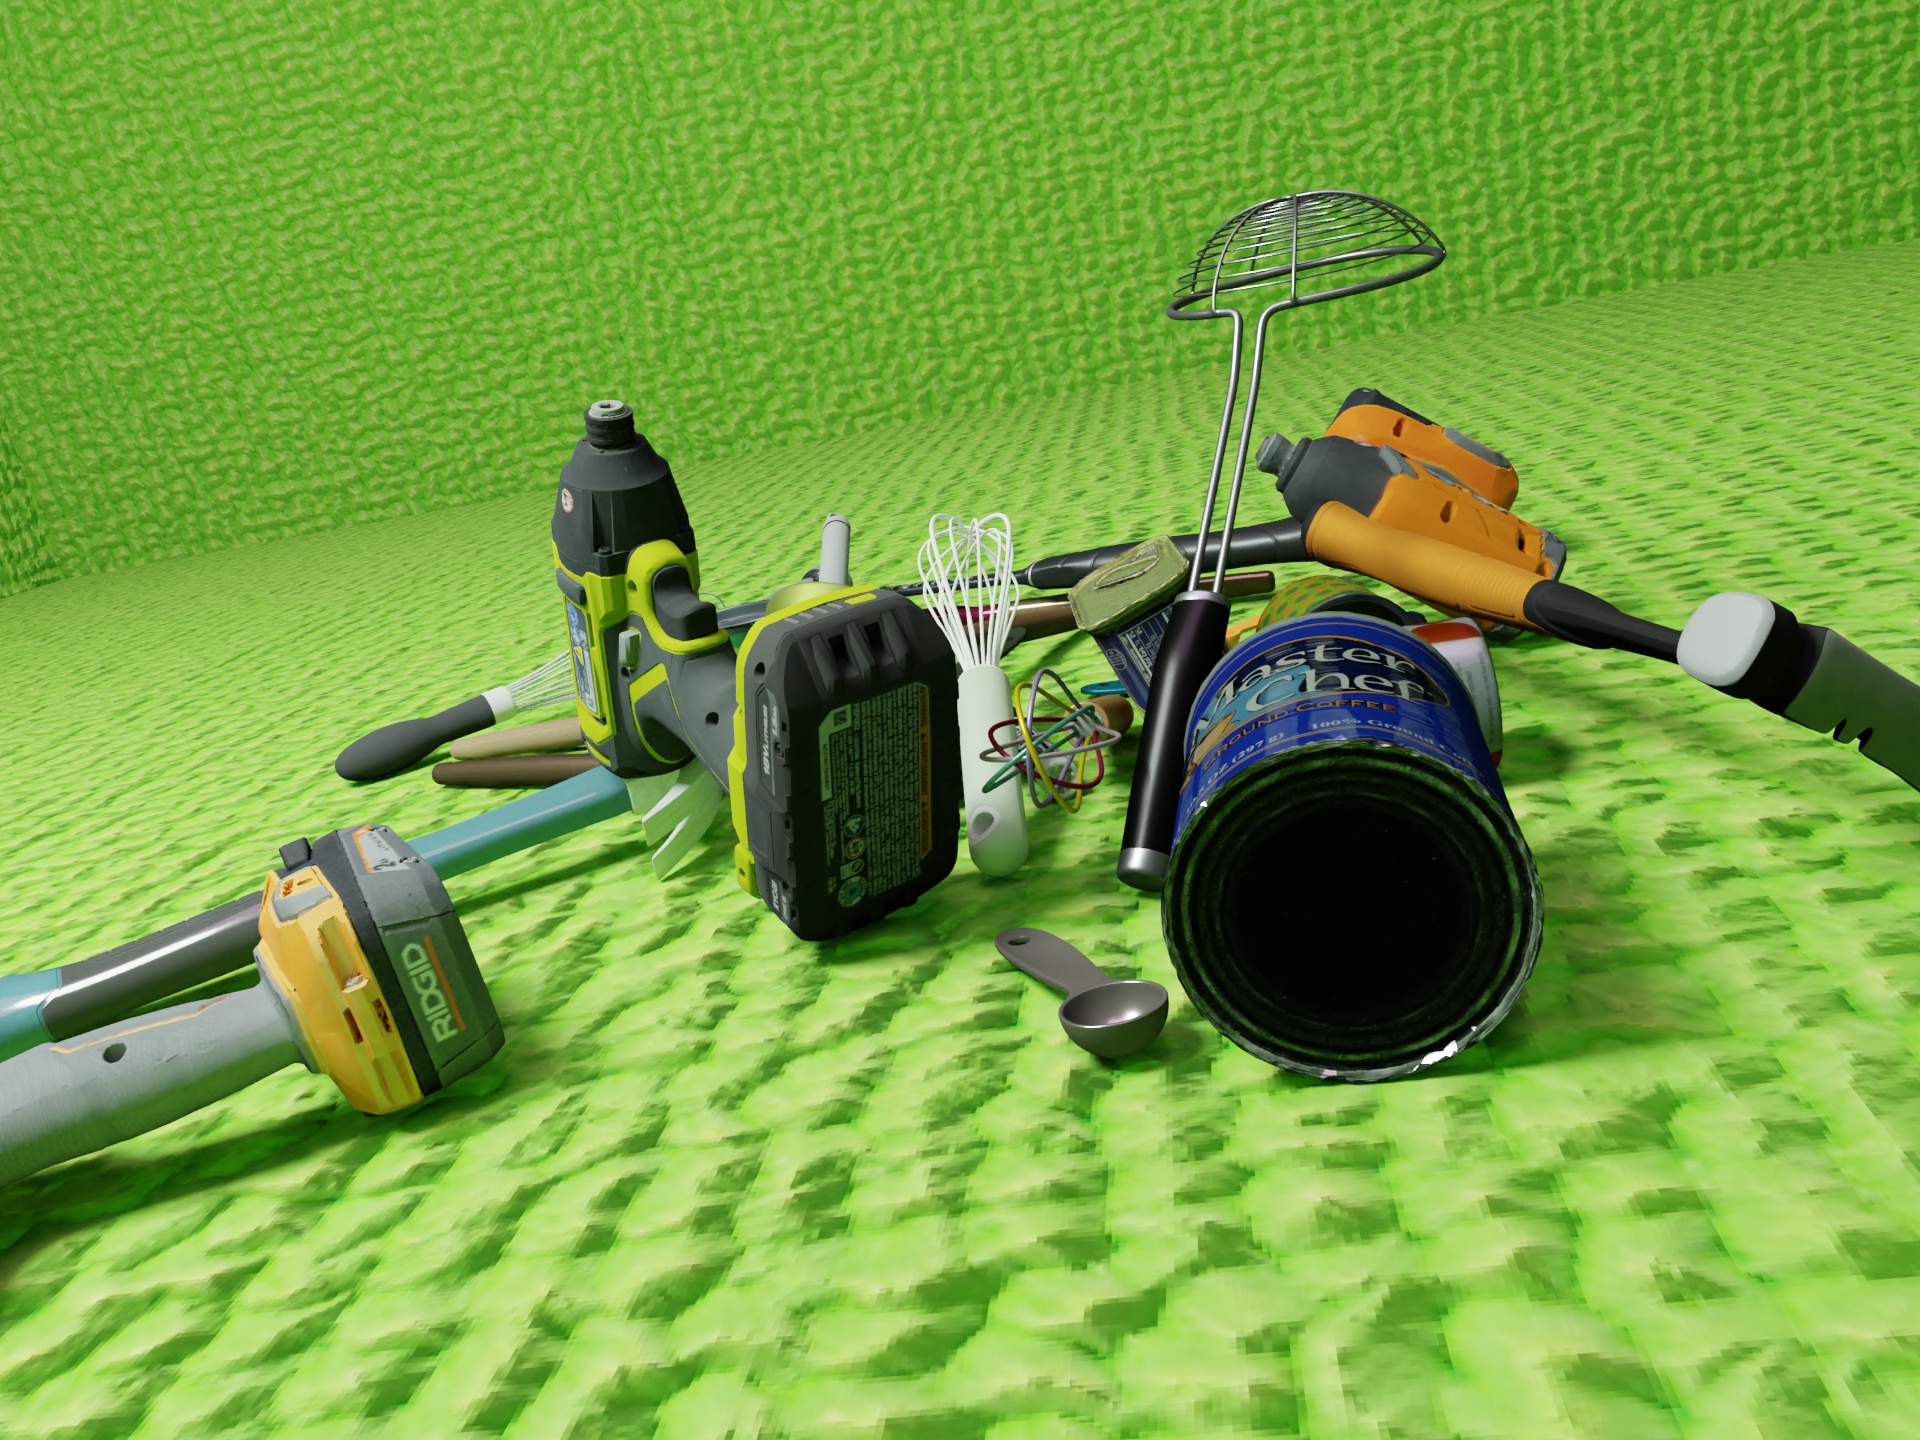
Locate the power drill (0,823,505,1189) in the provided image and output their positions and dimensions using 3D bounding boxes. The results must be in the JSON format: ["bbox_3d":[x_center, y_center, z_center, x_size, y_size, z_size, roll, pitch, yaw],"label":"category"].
[{"bbox_3d":[-0.294,0.115,0.553,0.226,0.084,0.185,-24,18,-25],"label":"power drill"}]

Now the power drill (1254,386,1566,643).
[{"bbox_3d":[0.245,-0.127,0.899,0.164,0.084,0.226,29,21,3],"label":"power drill"}]

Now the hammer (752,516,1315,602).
[{"bbox_3d":[0.037,-0.097,1.063,0.409,0.036,0.149,-5,14,28],"label":"hammer"}]

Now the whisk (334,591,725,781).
[{"bbox_3d":[-0.280,-0.023,1.067,0.284,0.070,0.070,-25,20,-29],"label":"whisk"}]

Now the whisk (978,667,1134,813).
[{"bbox_3d":[0.051,0.008,0.686,0.051,0.047,0.245,-53,-8,10],"label":"whisk"}]

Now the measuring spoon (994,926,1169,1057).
[{"bbox_3d":[0.036,0.089,0.530,0.034,0.018,0.124,-15,9,-14],"label":"measuring spoon"}]

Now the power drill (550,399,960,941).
[{"bbox_3d":[-0.098,-0.024,0.653,0.080,0.171,0.223,-22,37,-32],"label":"power drill"}]

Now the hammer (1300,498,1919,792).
[{"bbox_3d":[0.240,-0.045,0.646,0.127,0.034,0.337,23,8,-22],"label":"hammer"}]

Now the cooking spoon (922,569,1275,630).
[{"bbox_3d":[0.053,-0.075,1.077,0.319,0.017,0.069,-6,13,21],"label":"cooking spoon"}]

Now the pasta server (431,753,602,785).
[{"bbox_3d":[-0.182,0.019,0.880,0.316,0.040,0.060,-3,3,32],"label":"pasta server"}]

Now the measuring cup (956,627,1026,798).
[{"bbox_3d":[-0.001,-0.003,0.800,0.083,0.038,0.167,1,24,28],"label":"measuring cup"}]

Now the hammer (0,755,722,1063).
[{"bbox_3d":[-0.262,0.071,0.722,0.331,0.033,0.128,-22,34,-22],"label":"hammer"}]

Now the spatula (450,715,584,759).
[{"bbox_3d":[-0.197,0.002,0.925,0.316,0.018,0.059,-8,-4,37],"label":"spatula"}]

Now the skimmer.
[{"bbox_3d":[0.127,-0.088,0.686,0.127,0.090,0.363,0,63,32],"label":"skimmer"}]

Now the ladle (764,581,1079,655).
[{"bbox_3d":[0.002,-0.058,0.907,0.078,0.062,0.320,-8,4,32],"label":"ladle"}]

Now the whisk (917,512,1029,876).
[{"bbox_3d":[0.010,-0.020,0.730,0.058,0.059,0.247,-36,34,24],"label":"whisk"}]

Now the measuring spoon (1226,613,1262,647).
[{"bbox_3d":[0.187,-0.058,0.945,0.117,0.011,0.021,-20,17,-39],"label":"measuring spoon"}]

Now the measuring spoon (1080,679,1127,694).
[{"bbox_3d":[0.127,-0.031,0.859,0.128,0.021,0.042,-6,16,14],"label":"measuring spoon"}]

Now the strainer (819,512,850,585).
[{"bbox_3d":[-0.080,-0.068,1.003,0.087,0.050,0.259,12,34,-10],"label":"strainer"}]
